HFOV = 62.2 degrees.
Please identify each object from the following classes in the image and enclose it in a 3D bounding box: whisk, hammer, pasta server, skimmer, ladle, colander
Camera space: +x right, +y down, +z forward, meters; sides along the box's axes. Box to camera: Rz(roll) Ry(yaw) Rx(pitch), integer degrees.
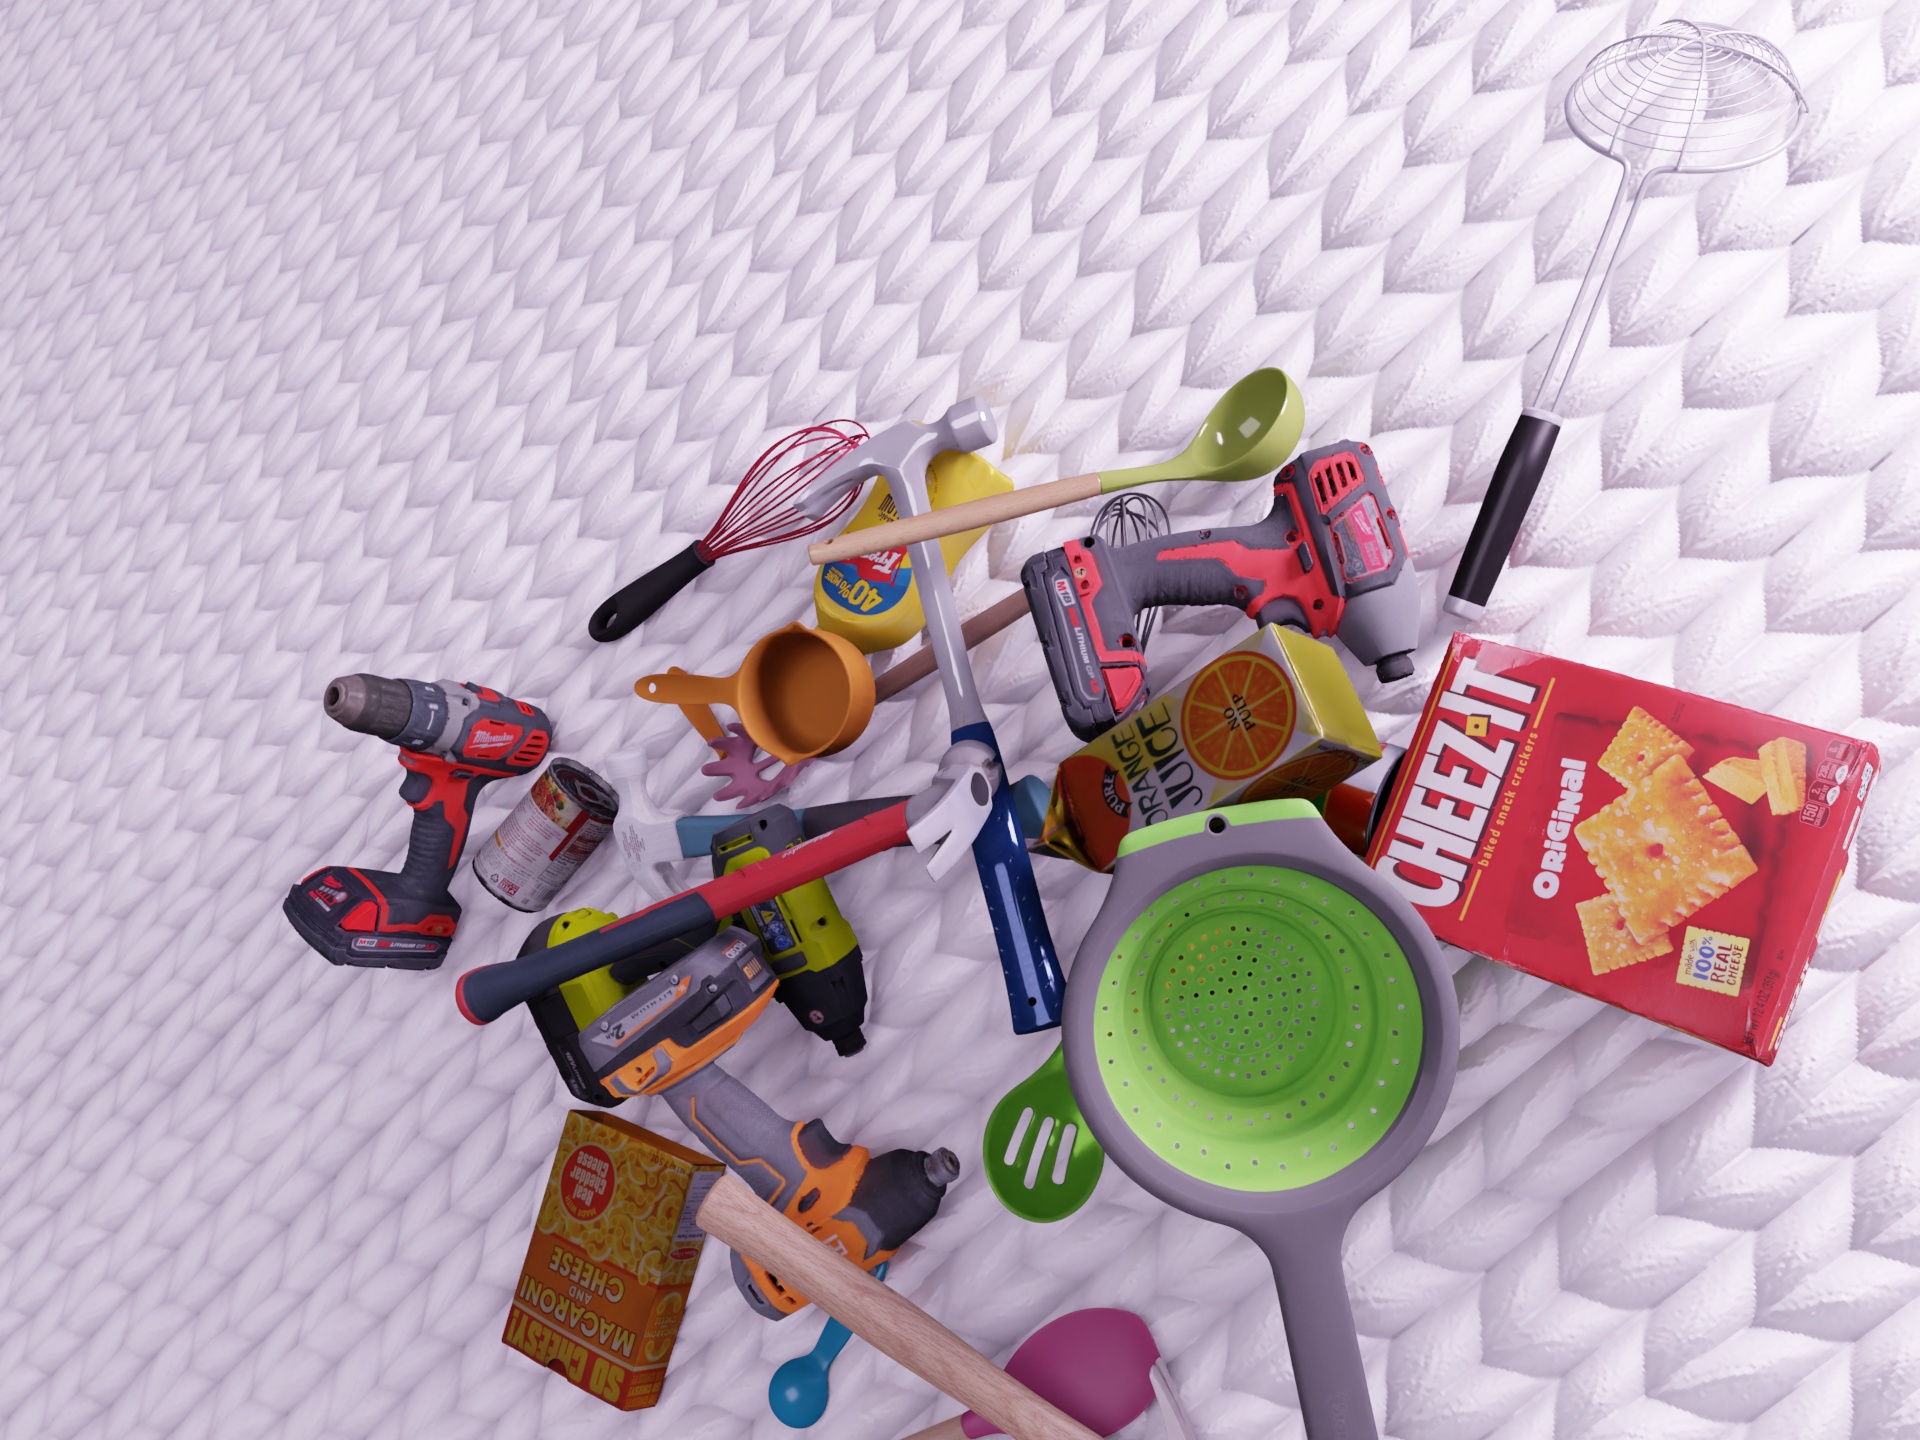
[{"bbox_3d":[-0.179,-0.135,1.197,0.296,0.073,0.073,-31,63,27],"label":"whisk"},{"bbox_3d":[0.109,-0.031,1.004,0.055,0.055,0.239,-7,78,29],"label":"whisk"},{"bbox_3d":[-0.158,0.117,0.962,0.386,0.143,0.038,-24,102,20],"label":"hammer"},{"bbox_3d":[-0.049,-0.027,1.085,0.316,0.040,0.060,-30,79,25],"label":"pasta server"},{"bbox_3d":[-0.011,0.363,0.914,0.331,0.031,0.130,30,91,15],"label":"hammer"},{"bbox_3d":[0.364,-0.227,0.916,0.127,0.090,0.363,24,99,26],"label":"skimmer"},{"bbox_3d":[0.058,-0.152,0.988,0.320,0.062,0.078,-14,34,-1],"label":"ladle"},{"bbox_3d":[-0.002,-0.003,1.009,0.144,0.035,0.406,-19,73,16],"label":"hammer"},{"bbox_3d":[0.173,0.241,0.862,0.204,0.094,0.397,-12,89,4],"label":"colander"},{"bbox_3d":[-0.090,0.071,1.077,0.331,0.033,0.128,-6,100,24],"label":"hammer"}]

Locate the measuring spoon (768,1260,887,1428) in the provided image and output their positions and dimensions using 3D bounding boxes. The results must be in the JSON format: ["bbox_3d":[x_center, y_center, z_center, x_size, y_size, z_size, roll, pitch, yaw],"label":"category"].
[{"bbox_3d":[-0.085,0.391,1.009,0.042,0.021,0.128,32,93,33],"label":"measuring spoon"}]

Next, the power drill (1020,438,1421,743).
[{"bbox_3d":[0.157,-0.066,0.938,0.219,0.078,0.143,-18,81,7],"label":"power drill"}]

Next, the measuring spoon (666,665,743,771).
[{"bbox_3d":[-0.192,-0.002,1.193,0.021,0.011,0.117,-47,55,10],"label":"measuring spoon"}]

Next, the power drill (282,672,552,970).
[{"bbox_3d":[-0.429,0.071,1.210,0.080,0.187,0.226,31,97,34],"label":"power drill"}]

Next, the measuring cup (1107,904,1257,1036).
[{"bbox_3d":[0.113,0.171,0.953,0.156,0.029,0.062,-43,59,16],"label":"measuring cup"}]

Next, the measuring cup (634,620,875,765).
[{"bbox_3d":[-0.138,-0.020,1.085,0.174,0.052,0.095,3,91,26],"label":"measuring cup"}]

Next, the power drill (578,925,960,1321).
[{"bbox_3d":[-0.114,0.246,0.994,0.164,0.084,0.226,-34,91,18],"label":"power drill"}]

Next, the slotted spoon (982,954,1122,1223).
[{"bbox_3d":[0.089,0.140,0.935,0.070,0.031,0.314,23,70,0],"label":"slotted spoon"}]

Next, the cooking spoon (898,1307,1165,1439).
[{"bbox_3d":[-0.016,0.434,0.959,0.319,0.017,0.069,-32,69,19],"label":"cooking spoon"}]

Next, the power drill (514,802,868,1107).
[{"bbox_3d":[-0.176,0.173,1.077,0.223,0.080,0.171,-23,93,22],"label":"power drill"}]
